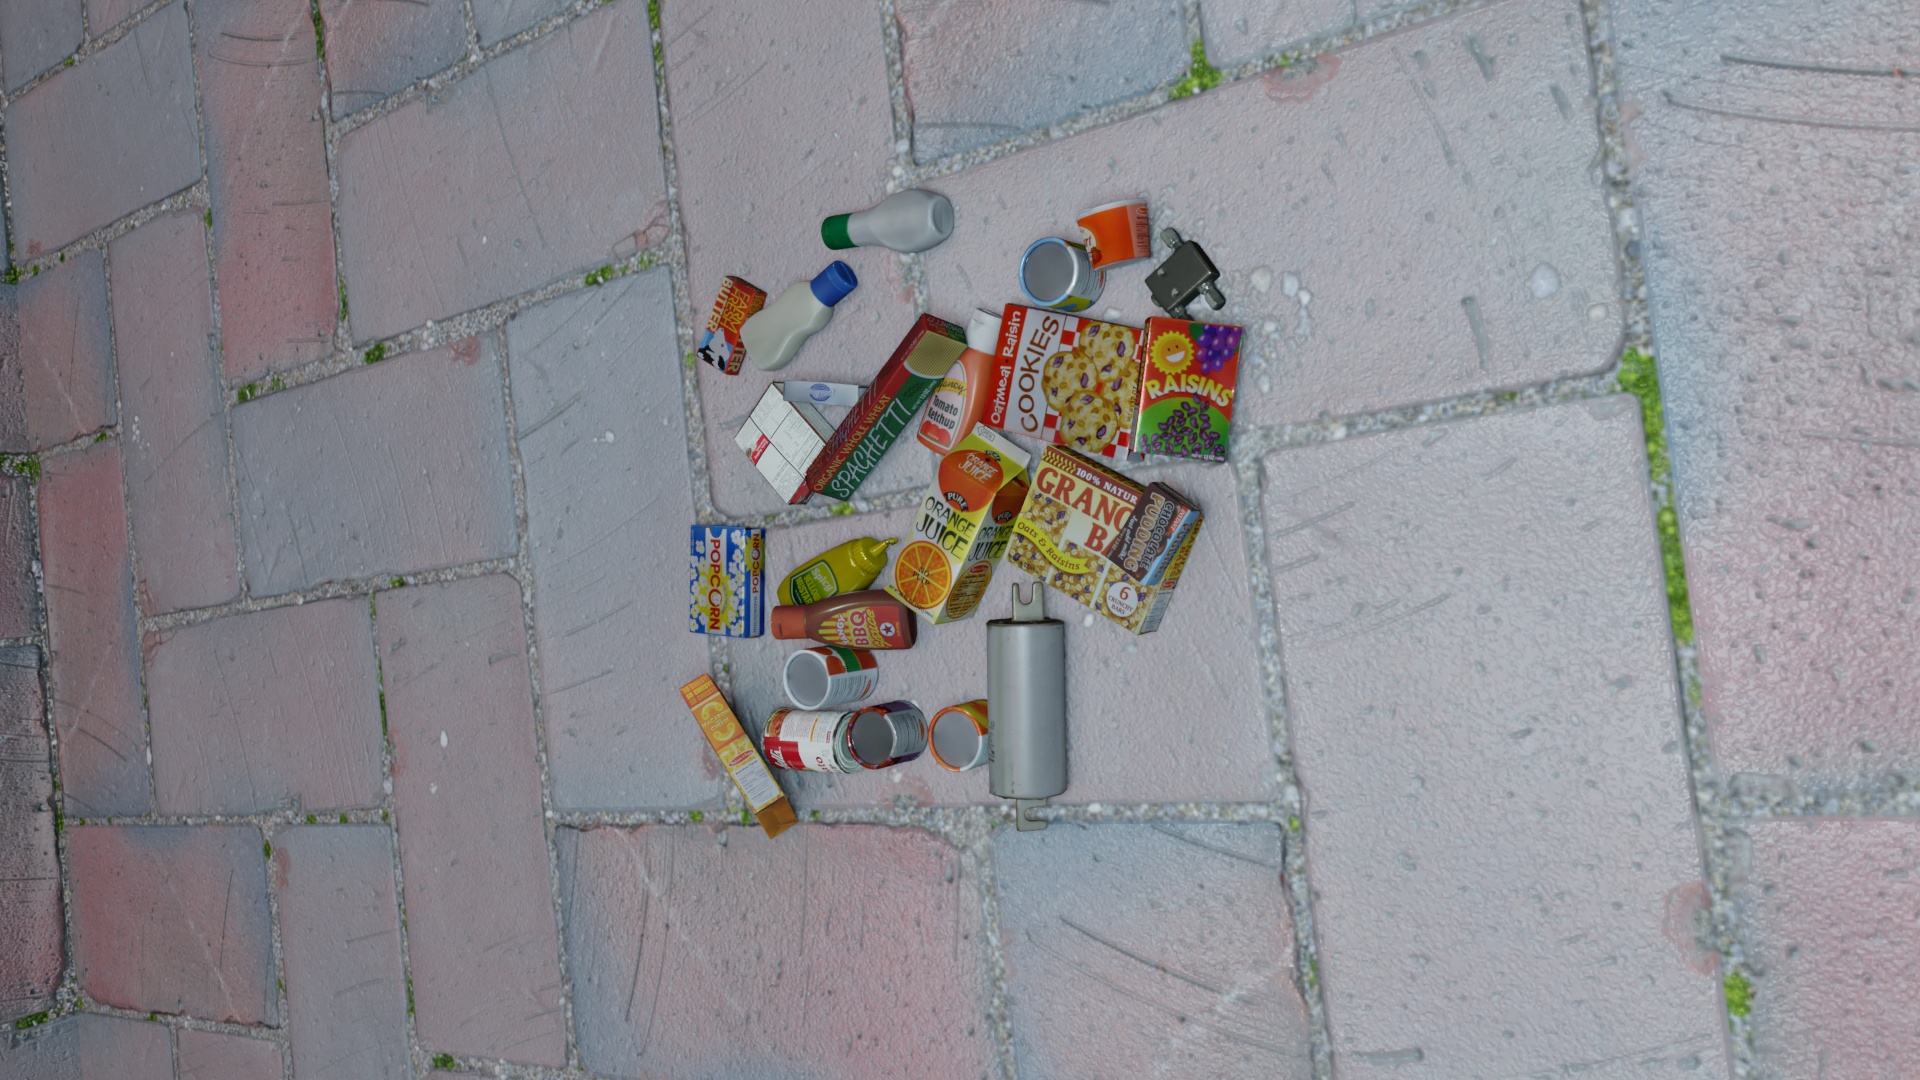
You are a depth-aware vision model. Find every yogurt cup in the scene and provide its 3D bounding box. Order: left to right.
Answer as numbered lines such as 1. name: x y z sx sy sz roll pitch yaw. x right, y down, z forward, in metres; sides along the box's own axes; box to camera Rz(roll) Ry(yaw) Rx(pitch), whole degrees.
1. yogurt cup: 0.145 -0.283 1.291 0.072 0.072 0.054 -10 94 33

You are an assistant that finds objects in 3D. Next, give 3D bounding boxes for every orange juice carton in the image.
1. orange juice carton: 0.005 -0.017 1.383 0.072 0.073 0.192 34 110 27

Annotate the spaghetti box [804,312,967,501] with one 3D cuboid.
1. spaghetti box: -0.080 -0.131 1.425 0.248 0.050 0.029 -49 39 35

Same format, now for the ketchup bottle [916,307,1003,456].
1. ketchup bottle: 0.006 -0.158 1.397 0.065 0.043 0.148 32 108 39

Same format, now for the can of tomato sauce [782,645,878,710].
1. can of tomato sauce: -0.140 0.143 1.478 0.071 0.083 0.071 1 93 33

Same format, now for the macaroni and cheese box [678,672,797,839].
1. macaroni and cheese box: -0.243 0.238 1.531 0.040 0.123 0.167 -31 69 -13

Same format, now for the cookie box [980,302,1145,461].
1. cookie box: 0.107 -0.153 1.332 0.167 0.040 0.122 18 101 32

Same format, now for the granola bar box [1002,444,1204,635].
1. granola bar box: 0.132 -0.003 1.321 0.166 0.039 0.124 29 107 29

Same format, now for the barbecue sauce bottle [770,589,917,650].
1. barbecue sauce bottle: -0.123 0.084 1.454 0.148 0.044 0.064 -2 117 11

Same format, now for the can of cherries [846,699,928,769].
1. can of cherries: -0.079 0.204 1.454 0.071 0.058 0.071 1 92 33

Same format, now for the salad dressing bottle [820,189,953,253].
1. salad dressing bottle: -0.079 -0.329 1.449 0.147 0.044 0.064 1 94 34

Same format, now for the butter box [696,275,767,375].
1. butter box: -0.261 -0.245 1.582 0.053 0.024 0.103 33 109 29

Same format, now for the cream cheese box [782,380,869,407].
1. cream cheese box: -0.133 -0.156 1.483 0.104 0.053 0.024 8 98 33

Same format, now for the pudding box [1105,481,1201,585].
1. pudding box: 0.174 -0.006 1.251 0.050 0.030 0.083 39 110 25

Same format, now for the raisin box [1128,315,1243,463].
1. raisin box: 0.203 -0.136 1.250 0.086 0.040 0.123 7 96 0

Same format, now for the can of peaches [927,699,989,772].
1. can of peaches: 0.007 0.195 1.397 0.071 0.058 0.071 2 93 33

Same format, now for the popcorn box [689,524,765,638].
1. popcorn box: -0.266 0.046 1.586 0.085 0.038 0.126 3 93 34

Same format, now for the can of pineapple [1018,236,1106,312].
1. can of pineapple: 0.095 -0.253 1.327 0.071 0.058 0.071 1 93 34

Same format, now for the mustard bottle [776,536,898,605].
1. mustard bottle: -0.127 0.035 1.487 0.159 0.049 0.065 -35 77 29

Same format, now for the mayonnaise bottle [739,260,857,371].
1. mayonnaise bottle: -0.175 -0.248 1.517 0.147 0.041 0.065 -35 75 28
